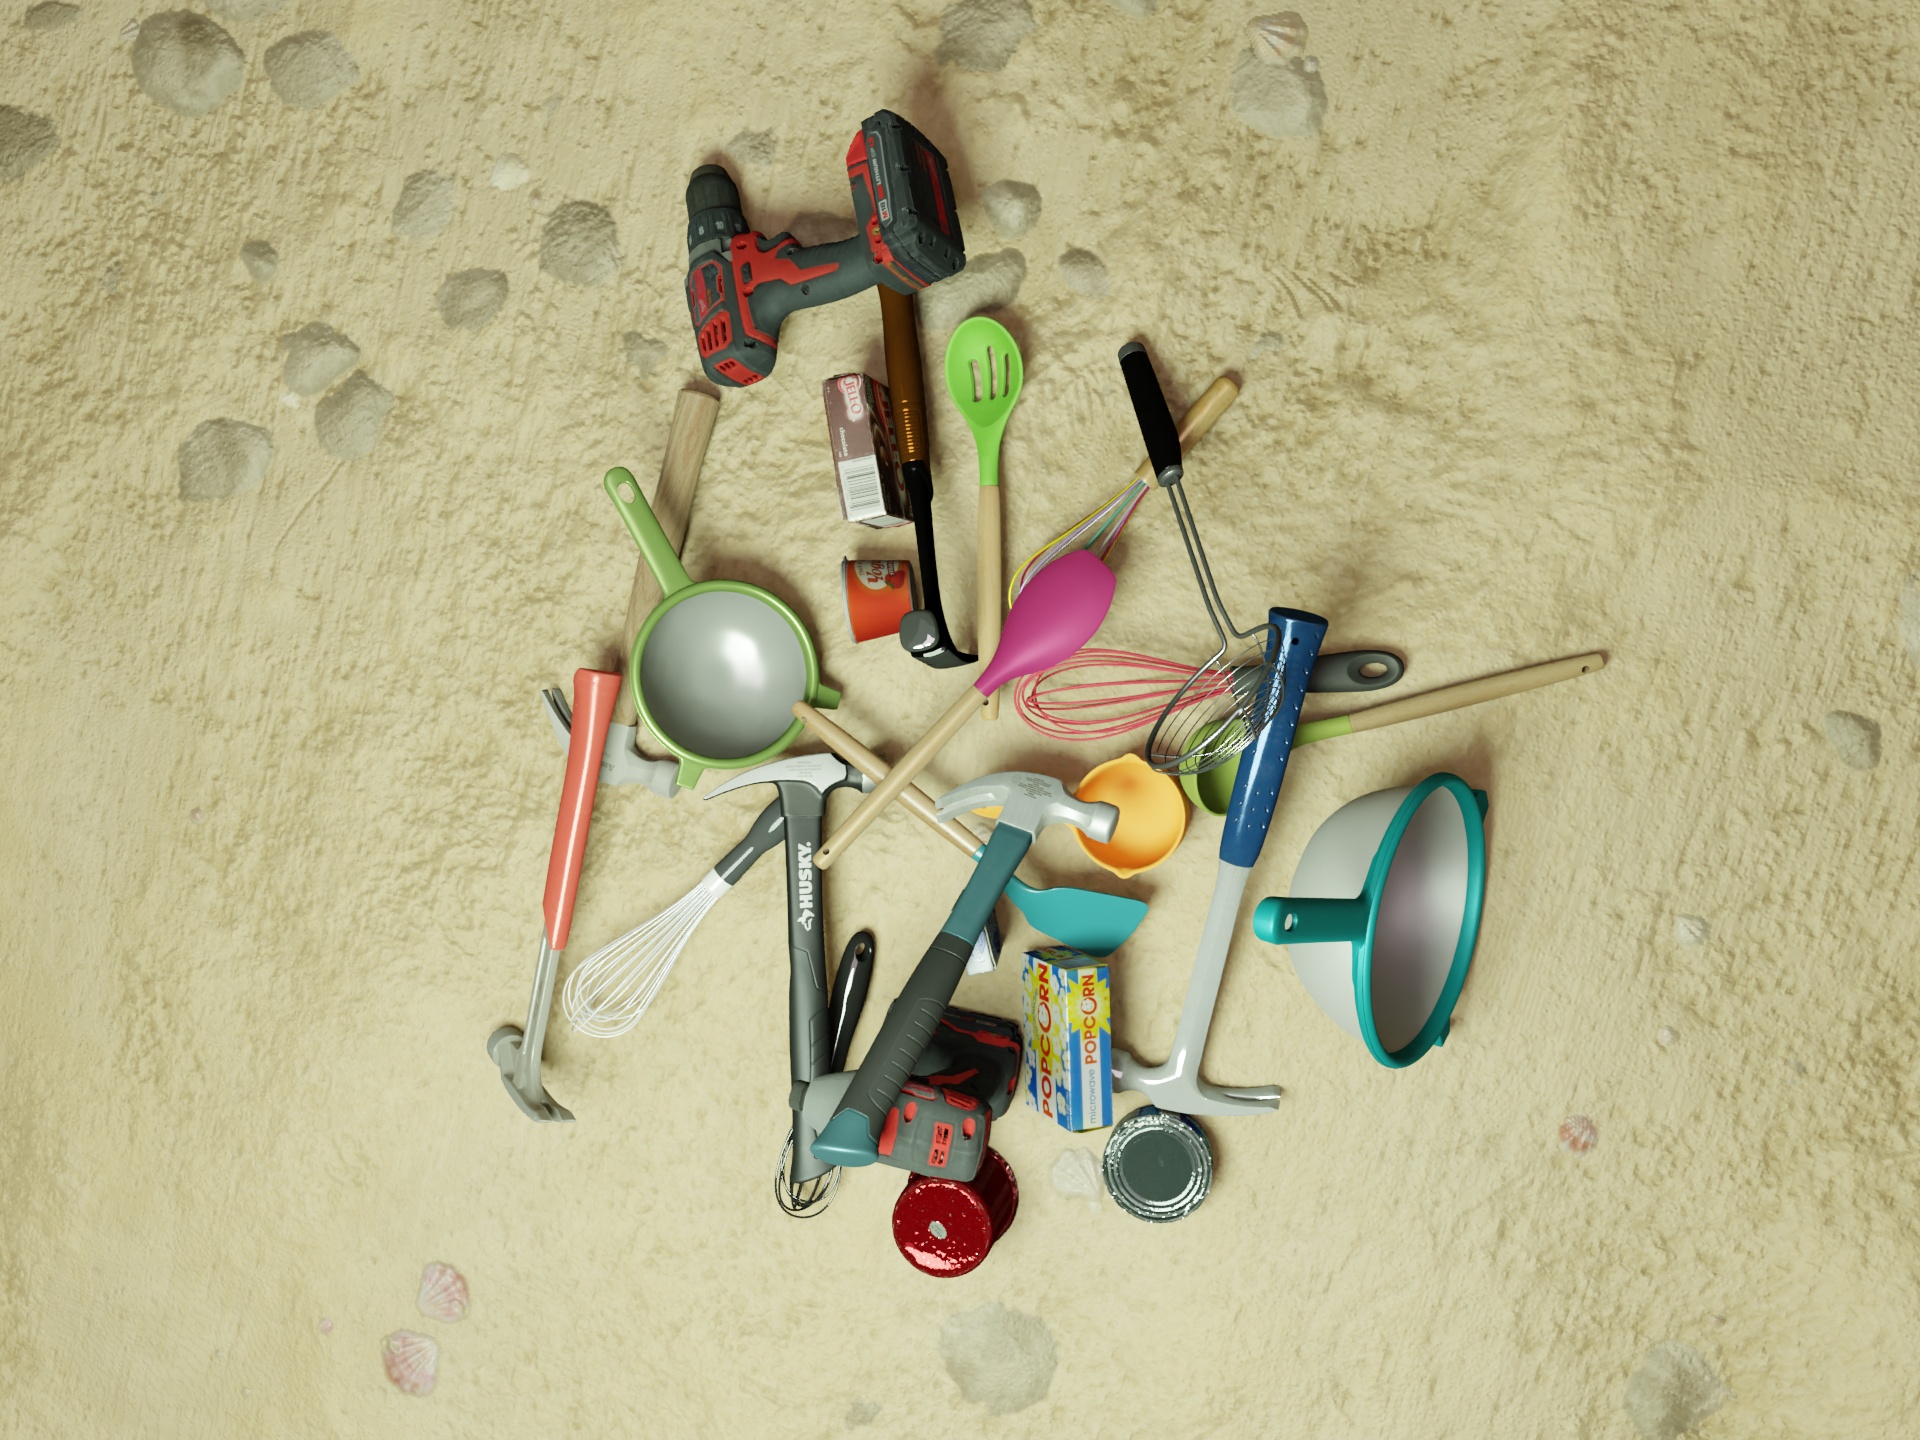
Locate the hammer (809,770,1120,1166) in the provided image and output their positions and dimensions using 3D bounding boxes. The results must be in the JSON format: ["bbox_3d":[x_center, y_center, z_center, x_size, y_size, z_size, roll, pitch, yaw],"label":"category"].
[{"bbox_3d":[-0.008,0.169,1.127,0.128,0.033,0.331,20,58,17],"label":"hammer"}]

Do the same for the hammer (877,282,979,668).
[{"bbox_3d":[-0.033,-0.207,1.241,0.034,0.127,0.337,-9,81,14],"label":"hammer"}]

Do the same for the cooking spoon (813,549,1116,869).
[{"bbox_3d":[-0.002,-0.004,1.210,0.319,0.017,0.069,-47,68,7],"label":"cooking spoon"}]

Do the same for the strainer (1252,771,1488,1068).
[{"bbox_3d":[0.256,0.129,1.092,0.095,0.340,0.211,10,91,38],"label":"strainer"}]

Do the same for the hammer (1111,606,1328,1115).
[{"bbox_3d":[0.208,0.115,1.178,0.144,0.035,0.405,14,110,9],"label":"hammer"}]

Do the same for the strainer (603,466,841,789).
[{"bbox_3d":[-0.219,-0.081,1.269,0.151,0.069,0.256,-30,96,-19],"label":"strainer"}]

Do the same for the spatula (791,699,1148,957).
[{"bbox_3d":[-0.002,0.080,1.242,0.317,0.044,0.082,38,136,7],"label":"spatula"}]

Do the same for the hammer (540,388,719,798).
[{"bbox_3d":[-0.258,-0.110,1.316,0.130,0.031,0.331,16,95,10],"label":"hammer"}]

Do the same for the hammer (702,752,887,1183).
[{"bbox_3d":[-0.127,0.194,1.257,0.146,0.035,0.335,-1,86,-10],"label":"hammer"}]

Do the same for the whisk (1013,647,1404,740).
[{"bbox_3d":[0.188,-0.028,1.214,0.296,0.073,0.073,-5,92,5],"label":"whisk"}]

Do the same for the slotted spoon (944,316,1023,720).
[{"bbox_3d":[0.021,-0.157,1.242,0.070,0.031,0.314,-2,87,31],"label":"slotted spoon"}]

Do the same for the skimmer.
[{"bbox_3d":[0.146,-0.130,1.134,0.127,0.090,0.364,-39,54,43],"label":"skimmer"}]

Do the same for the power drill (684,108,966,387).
[{"bbox_3d":[-0.120,-0.380,1.227,0.226,0.080,0.188,-19,71,27],"label":"power drill"}]

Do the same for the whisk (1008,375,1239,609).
[{"bbox_3d":[0.125,-0.170,1.227,0.047,0.051,0.245,43,97,13],"label":"whisk"}]

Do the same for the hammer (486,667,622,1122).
[{"bbox_3d":[-0.320,0.136,1.288,0.149,0.036,0.359,22,101,55],"label":"hammer"}]

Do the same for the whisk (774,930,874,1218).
[{"bbox_3d":[-0.104,0.288,1.295,0.055,0.055,0.239,14,91,11],"label":"whisk"}]

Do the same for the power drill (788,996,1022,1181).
[{"bbox_3d":[-0.035,0.274,1.188,0.143,0.219,0.078,11,95,11],"label":"power drill"}]

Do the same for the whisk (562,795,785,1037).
[{"bbox_3d":[-0.223,0.155,1.311,0.284,0.070,0.070,-45,83,5],"label":"whisk"}]

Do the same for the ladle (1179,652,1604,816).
[{"bbox_3d":[0.320,0.002,1.186,0.320,0.062,0.078,-15,120,9],"label":"ladle"}]

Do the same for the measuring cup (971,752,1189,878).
[{"bbox_3d":[0.094,0.069,1.241,0.173,0.052,0.095,4,93,19],"label":"measuring cup"}]
